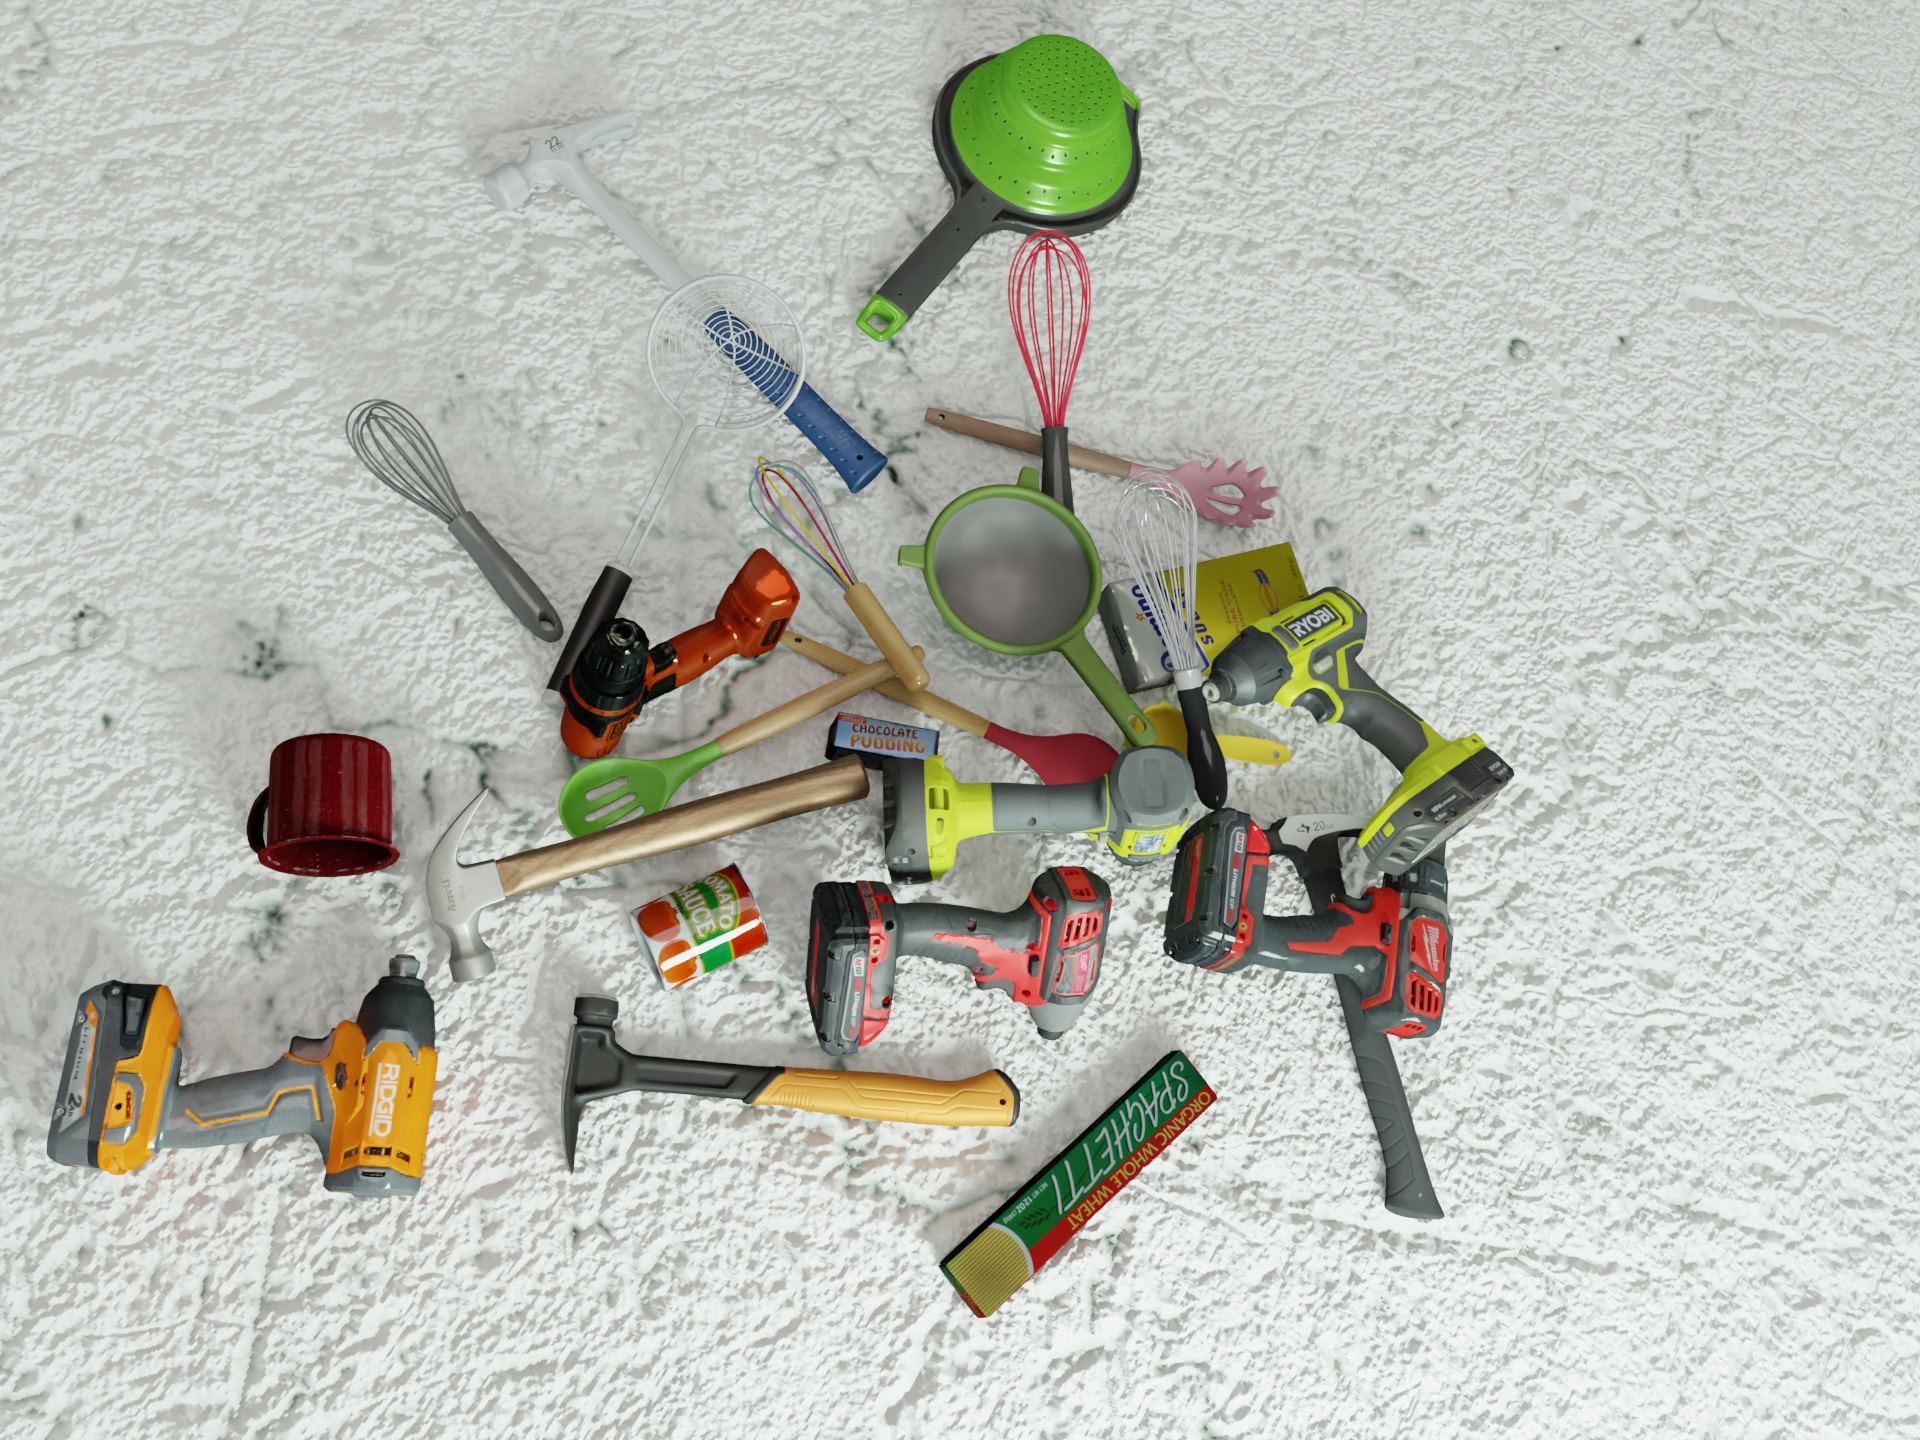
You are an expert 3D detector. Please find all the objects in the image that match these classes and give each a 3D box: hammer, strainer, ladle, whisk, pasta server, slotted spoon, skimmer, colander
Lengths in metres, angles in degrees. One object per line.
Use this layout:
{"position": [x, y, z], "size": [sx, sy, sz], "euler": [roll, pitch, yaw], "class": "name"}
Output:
{"position": [-0.121, 0.278, 1.168], "size": [0.336, 0.034, 0.127], "euler": [7, 70, -12], "class": "hammer"}
{"position": [0.069, -0.073, 1.310], "size": [0.151, 0.069, 0.256], "euler": [-36, 85, -23], "class": "strainer"}
{"position": [-0.002, -0.004, 1.294], "size": [0.315, 0.031, 0.069], "euler": [24, 69, -3], "class": "ladle"}
{"position": [0.079, -0.267, 1.352], "size": [0.073, 0.073, 0.296], "euler": [-3, 92, -15], "class": "whisk"}
{"position": [0.331, 0.236, 1.292], "size": [0.146, 0.035, 0.335], "euler": [-9, 75, -16], "class": "hammer"}
{"position": [0.178, -0.065, 1.296], "size": [0.070, 0.070, 0.284], "euler": [-13, 93, -17], "class": "whisk"}
{"position": [-0.391, -0.153, 1.236], "size": [0.055, 0.055, 0.239], "euler": [-40, 90, -22], "class": "whisk"}
{"position": [0.123, -0.228, 1.389], "size": [0.316, 0.040, 0.060], "euler": [14, 84, -8], "class": "pasta server"}
{"position": [-0.227, 0.082, 1.179], "size": [0.331, 0.031, 0.130], "euler": [-16, 96, -18], "class": "hammer"}
{"position": [-0.164, 0.013, 1.237], "size": [0.314, 0.031, 0.070], "euler": [-27, 83, -17], "class": "slotted spoon"}
{"position": [-0.099, -0.121, 1.279], "size": [0.051, 0.047, 0.245], "euler": [-30, 71, -14], "class": "whisk"}
{"position": [-0.236, -0.176, 1.241], "size": [0.127, 0.090, 0.363], "euler": [27, 74, -17], "class": "skimmer"}
{"position": [0.037, -0.493, 1.423], "size": [0.204, 0.094, 0.397], "euler": [37, 68, 0], "class": "colander"}
{"position": [-0.212, -0.353, 1.349], "size": [0.405, 0.035, 0.144], "euler": [46, 68, 3], "class": "hammer"}

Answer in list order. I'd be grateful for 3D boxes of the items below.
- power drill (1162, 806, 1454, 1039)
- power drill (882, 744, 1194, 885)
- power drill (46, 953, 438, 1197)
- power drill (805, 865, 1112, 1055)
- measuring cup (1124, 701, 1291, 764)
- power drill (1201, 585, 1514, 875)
{"position": [0.286, 0.136, 1.256], "size": [0.226, 0.080, 0.188], "euler": [17, 66, -11], "class": "power drill"}
{"position": [0.059, 0.077, 1.214], "size": [0.228, 0.190, 0.080], "euler": [-3, 72, 0], "class": "power drill"}
{"position": [-0.472, 0.232, 1.075], "size": [0.226, 0.084, 0.164], "euler": [8, 70, -15], "class": "power drill"}
{"position": [0.000, 0.182, 1.185], "size": [0.219, 0.143, 0.079], "euler": [-1, 28, -15], "class": "power drill"}
{"position": [0.208, 0.023, 1.341], "size": [0.156, 0.029, 0.062], "euler": [8, 75, -24], "class": "measuring cup"}
{"position": [0.309, 0.005, 1.261], "size": [0.171, 0.080, 0.223], "euler": [-27, 66, -33], "class": "power drill"}
